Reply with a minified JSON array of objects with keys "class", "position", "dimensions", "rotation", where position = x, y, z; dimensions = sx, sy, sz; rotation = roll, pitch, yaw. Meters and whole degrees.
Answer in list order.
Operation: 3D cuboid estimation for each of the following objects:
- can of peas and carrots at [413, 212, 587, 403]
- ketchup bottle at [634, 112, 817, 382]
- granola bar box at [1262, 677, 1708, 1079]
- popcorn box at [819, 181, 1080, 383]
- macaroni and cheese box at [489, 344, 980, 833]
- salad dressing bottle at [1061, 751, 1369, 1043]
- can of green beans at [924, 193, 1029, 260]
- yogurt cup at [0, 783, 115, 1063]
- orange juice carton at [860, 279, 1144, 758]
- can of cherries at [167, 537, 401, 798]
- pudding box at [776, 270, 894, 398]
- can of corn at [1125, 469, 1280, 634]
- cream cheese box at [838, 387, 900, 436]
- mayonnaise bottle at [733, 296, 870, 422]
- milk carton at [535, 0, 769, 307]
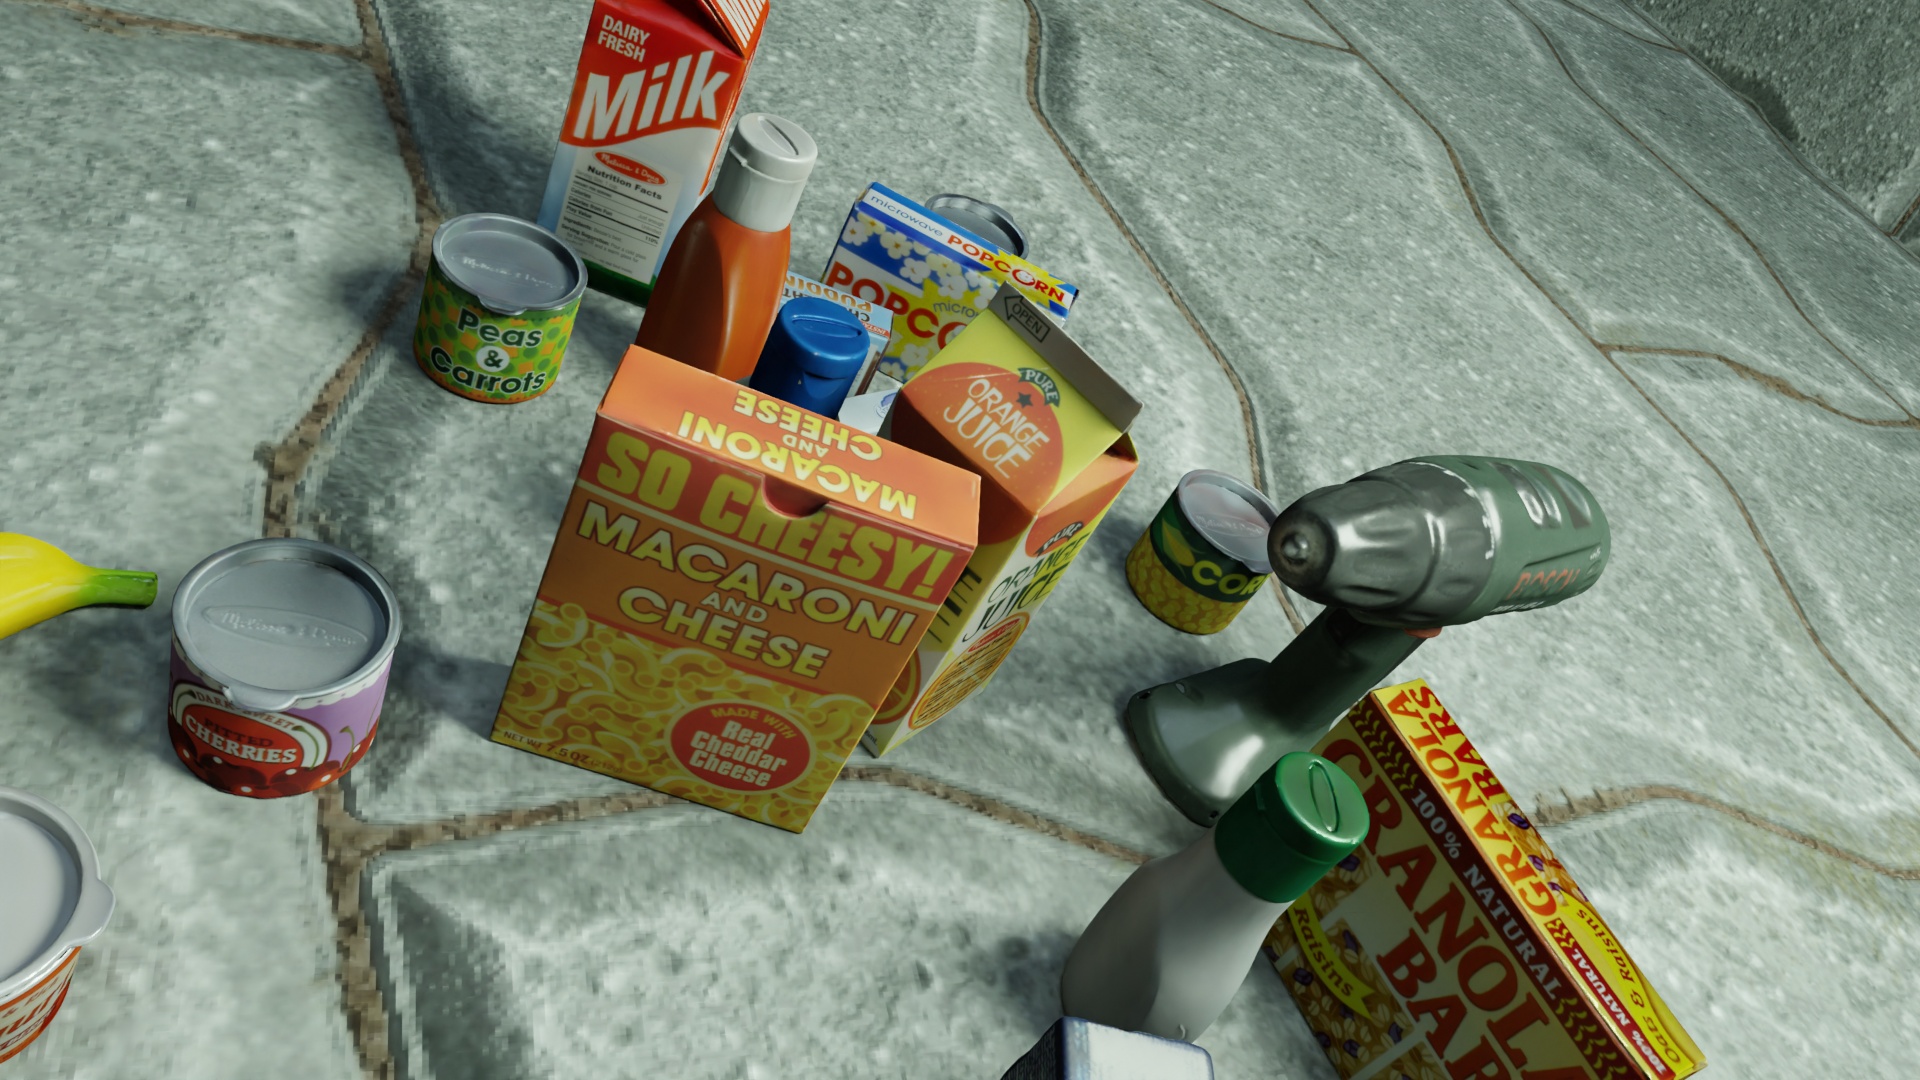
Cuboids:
[{"class":"can of peas and carrots","position":[-0.207,-0.102,0.623],"dimensions":[0.071,0.058,0.071],"rotation":[18,41,-16]},{"class":"ketchup bottle","position":[-0.107,-0.123,0.637],"dimensions":[0.044,0.148,0.065],"rotation":[-18,59,-43]},{"class":"granola bar box","position":[0.181,0.157,0.541],"dimensions":[0.039,0.123,0.166],"rotation":[-4,50,-35]},{"class":"popcorn box","position":[-0.012,-0.125,0.749],"dimensions":[0.127,0.084,0.038],"rotation":[27,39,-4]},{"class":"macaroni and cheese box","position":[-0.082,0.026,0.481],"dimensions":[0.124,0.165,0.040],"rotation":[20,40,-13]},{"class":"salad dressing bottle","position":[0.087,0.131,0.491],"dimensions":[0.044,0.146,0.064],"rotation":[18,41,-15]},{"class":"can of green beans","position":[-0.001,-0.160,0.815],"dimensions":[0.071,0.057,0.071],"rotation":[18,41,-16]},{"class":"yogurt cup","position":[-0.268,0.106,0.367],"dimensions":[0.072,0.053,0.073],"rotation":[18,41,-16]},{"class":"orange juice carton","position":[0.002,-0.007,0.548],"dimensions":[0.072,0.191,0.073],"rotation":[45,41,16]},{"class":"can of cherries","position":[-0.225,0.044,0.457],"dimensions":[0.071,0.058,0.072],"rotation":[18,41,-16]},{"class":"pudding box","position":[-0.082,-0.107,0.714],"dimensions":[0.084,0.049,0.030],"rotation":[19,41,-15]},{"class":"can of corn","position":[0.128,0.008,0.717],"dimensions":[0.071,0.058,0.071],"rotation":[18,41,-16]},{"class":"cream cheese box","position":[-0.037,-0.048,0.677],"dimensions":[0.104,0.053,0.024],"rotation":[-17,59,-43]},{"class":"mayonnaise bottle","position":[-0.079,-0.030,0.556],"dimensions":[0.065,0.147,0.041],"rotation":[6,45,-28]},{"class":"milk carton","position":[-0.147,-0.214,0.676],"dimensions":[0.073,0.189,0.073],"rotation":[20,40,-13]}]
